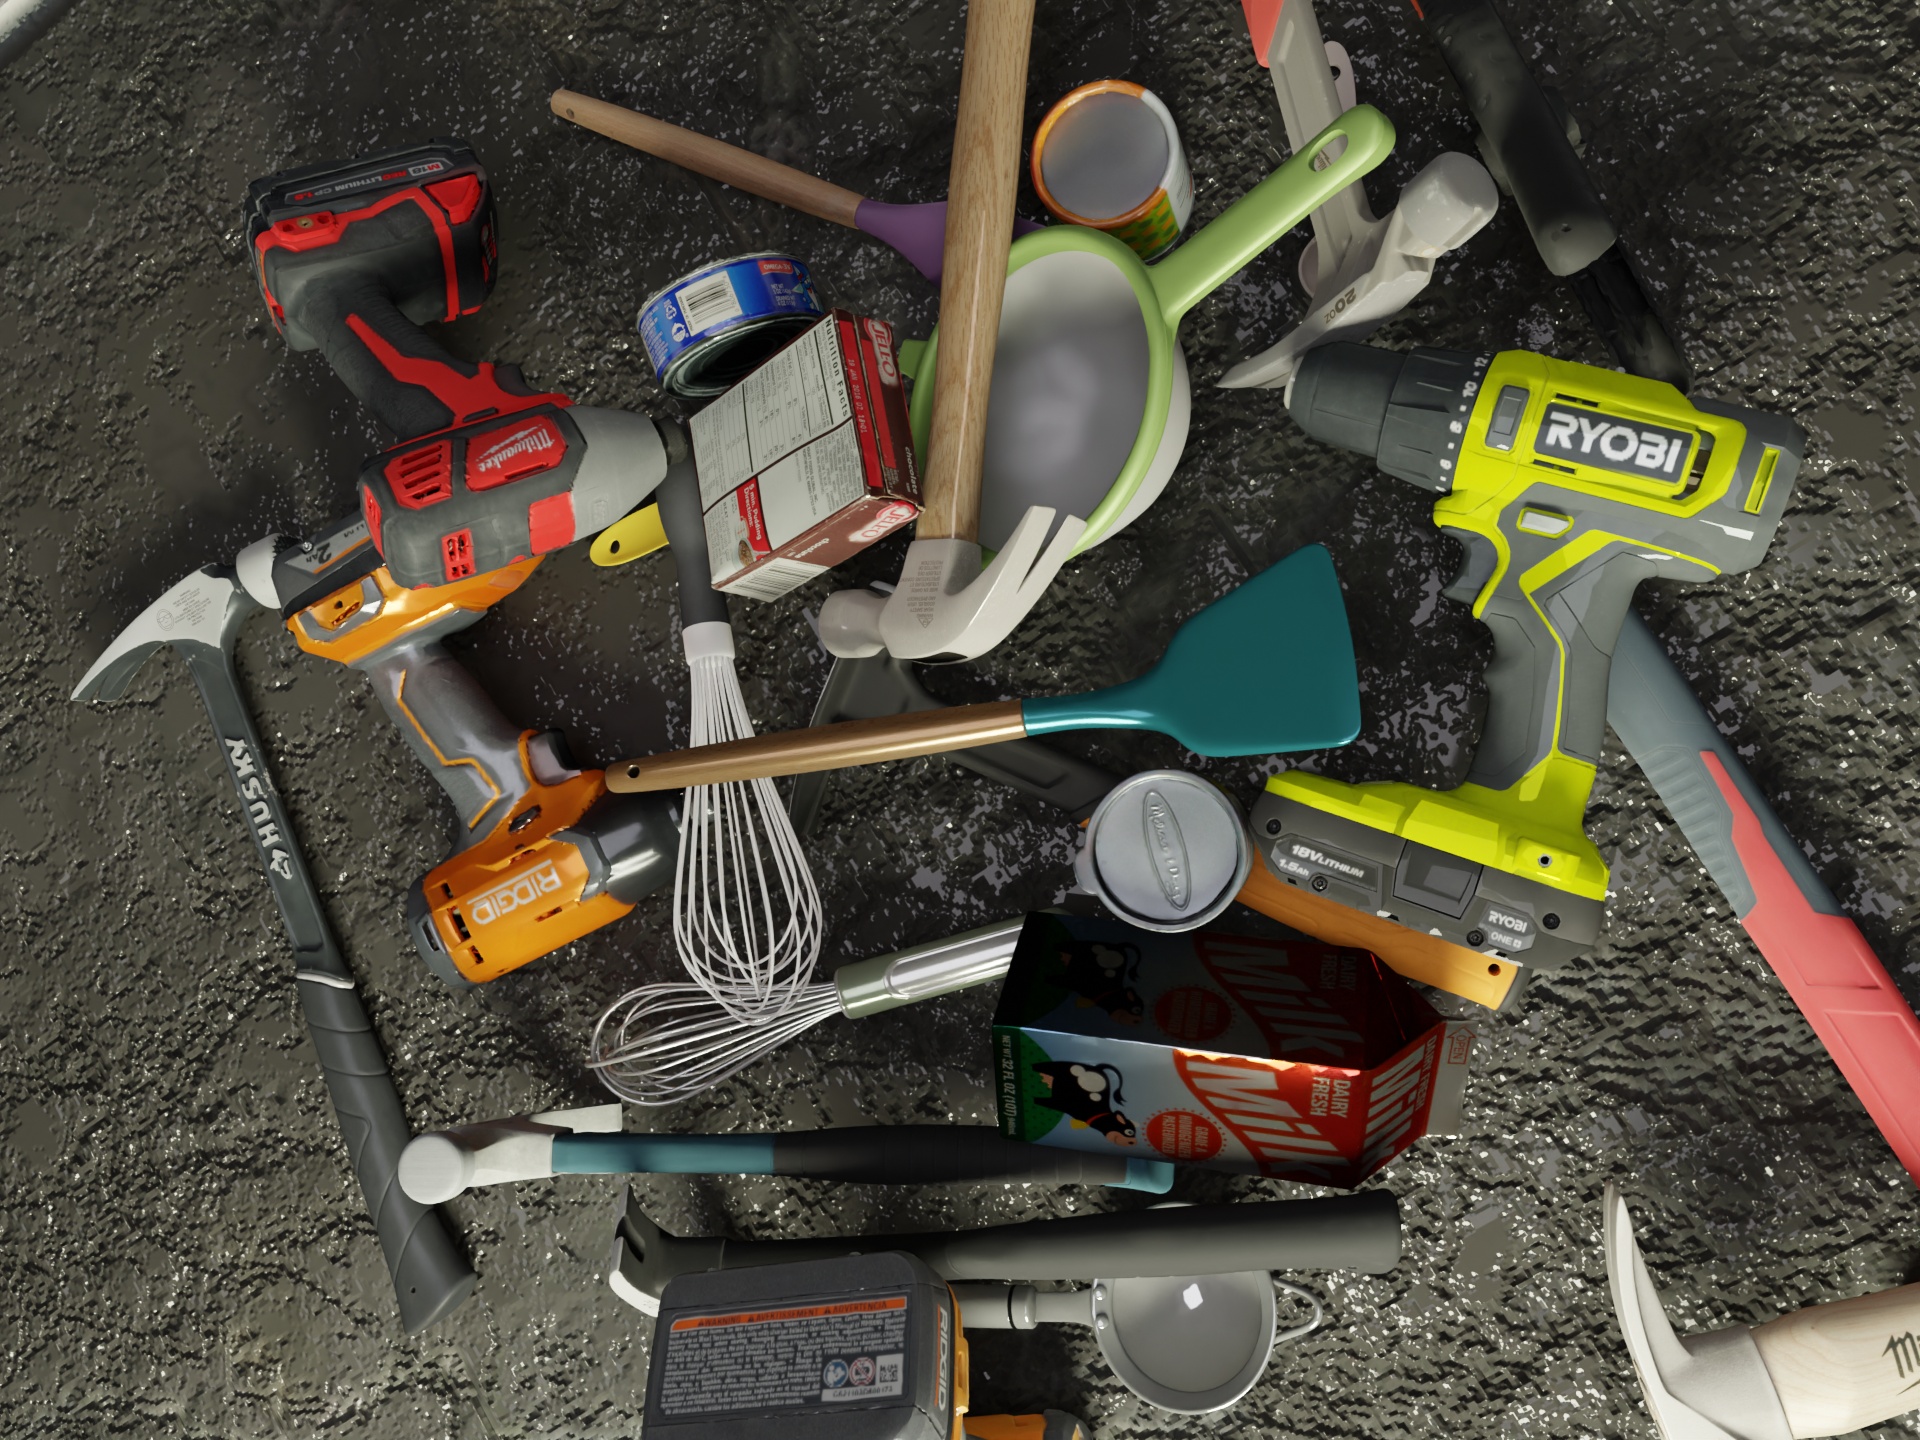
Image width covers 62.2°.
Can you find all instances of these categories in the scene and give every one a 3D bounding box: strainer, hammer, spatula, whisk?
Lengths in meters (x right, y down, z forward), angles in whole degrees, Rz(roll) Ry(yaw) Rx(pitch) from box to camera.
[{"bbox_3d":[0.085,-0.159,0.671,0.256,0.069,0.152,-34,61,36],"label":"strainer"},{"bbox_3d":[0.350,0.072,0.643,0.143,0.038,0.386,-32,81,11],"label":"hammer"},{"bbox_3d":[0.037,0.264,0.720,0.258,0.050,0.087,-7,70,20],"label":"strainer"},{"bbox_3d":[0.126,-0.331,0.690,0.036,0.149,0.359,-4,75,-28],"label":"hammer"},{"bbox_3d":[-0.069,-0.248,0.761,0.316,0.059,0.018,26,50,17],"label":"spatula"},{"bbox_3d":[-0.062,0.130,0.744,0.246,0.059,0.058,-17,86,9],"label":"whisk"},{"bbox_3d":[0.086,0.054,0.713,0.337,0.034,0.127,23,94,14],"label":"hammer"},{"bbox_3d":[-0.069,0.196,0.719,0.331,0.128,0.033,-1,81,5],"label":"hammer"},{"bbox_3d":[-0.111,-0.004,0.727,0.070,0.070,0.285,-14,76,14],"label":"whisk"},{"bbox_3d":[0.452,0.185,0.579,0.410,0.038,0.146,-21,82,10],"label":"hammer"},{"bbox_3d":[-0.001,-0.002,0.653,0.317,0.044,0.082,-9,73,11],"label":"spatula"},{"bbox_3d":[-0.341,0.117,0.823,0.149,0.036,0.409,-24,83,14],"label":"hammer"},{"bbox_3d":[0.013,0.222,0.666,0.335,0.146,0.035,-8,57,14],"label":"hammer"},{"bbox_3d":[0.007,-0.189,0.682,0.130,0.031,0.331,3,86,46],"label":"hammer"}]

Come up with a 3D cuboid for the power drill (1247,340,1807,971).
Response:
[{"bbox_3d":[0.198,-0.035,0.629,0.191,0.080,0.228,19,93,20],"label":"power drill"}]

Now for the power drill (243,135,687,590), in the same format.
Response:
[{"bbox_3d":[-0.229,-0.165,0.734,0.143,0.078,0.220,-23,64,-24],"label":"power drill"}]

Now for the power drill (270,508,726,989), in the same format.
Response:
[{"bbox_3d":[-0.219,-0.003,0.773,0.164,0.084,0.226,-26,86,10],"label":"power drill"}]

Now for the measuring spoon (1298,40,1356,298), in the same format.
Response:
[{"bbox_3d":[0.168,-0.243,0.711,0.034,0.018,0.124,-2,82,16],"label":"measuring spoon"}]

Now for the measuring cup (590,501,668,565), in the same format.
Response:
[{"bbox_3d":[-0.115,-0.105,0.779,0.156,0.029,0.062,-19,80,25],"label":"measuring cup"}]

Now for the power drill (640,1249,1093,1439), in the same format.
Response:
[{"bbox_3d":[-0.055,0.303,0.663,0.185,0.226,0.084,-11,49,15],"label":"power drill"}]
